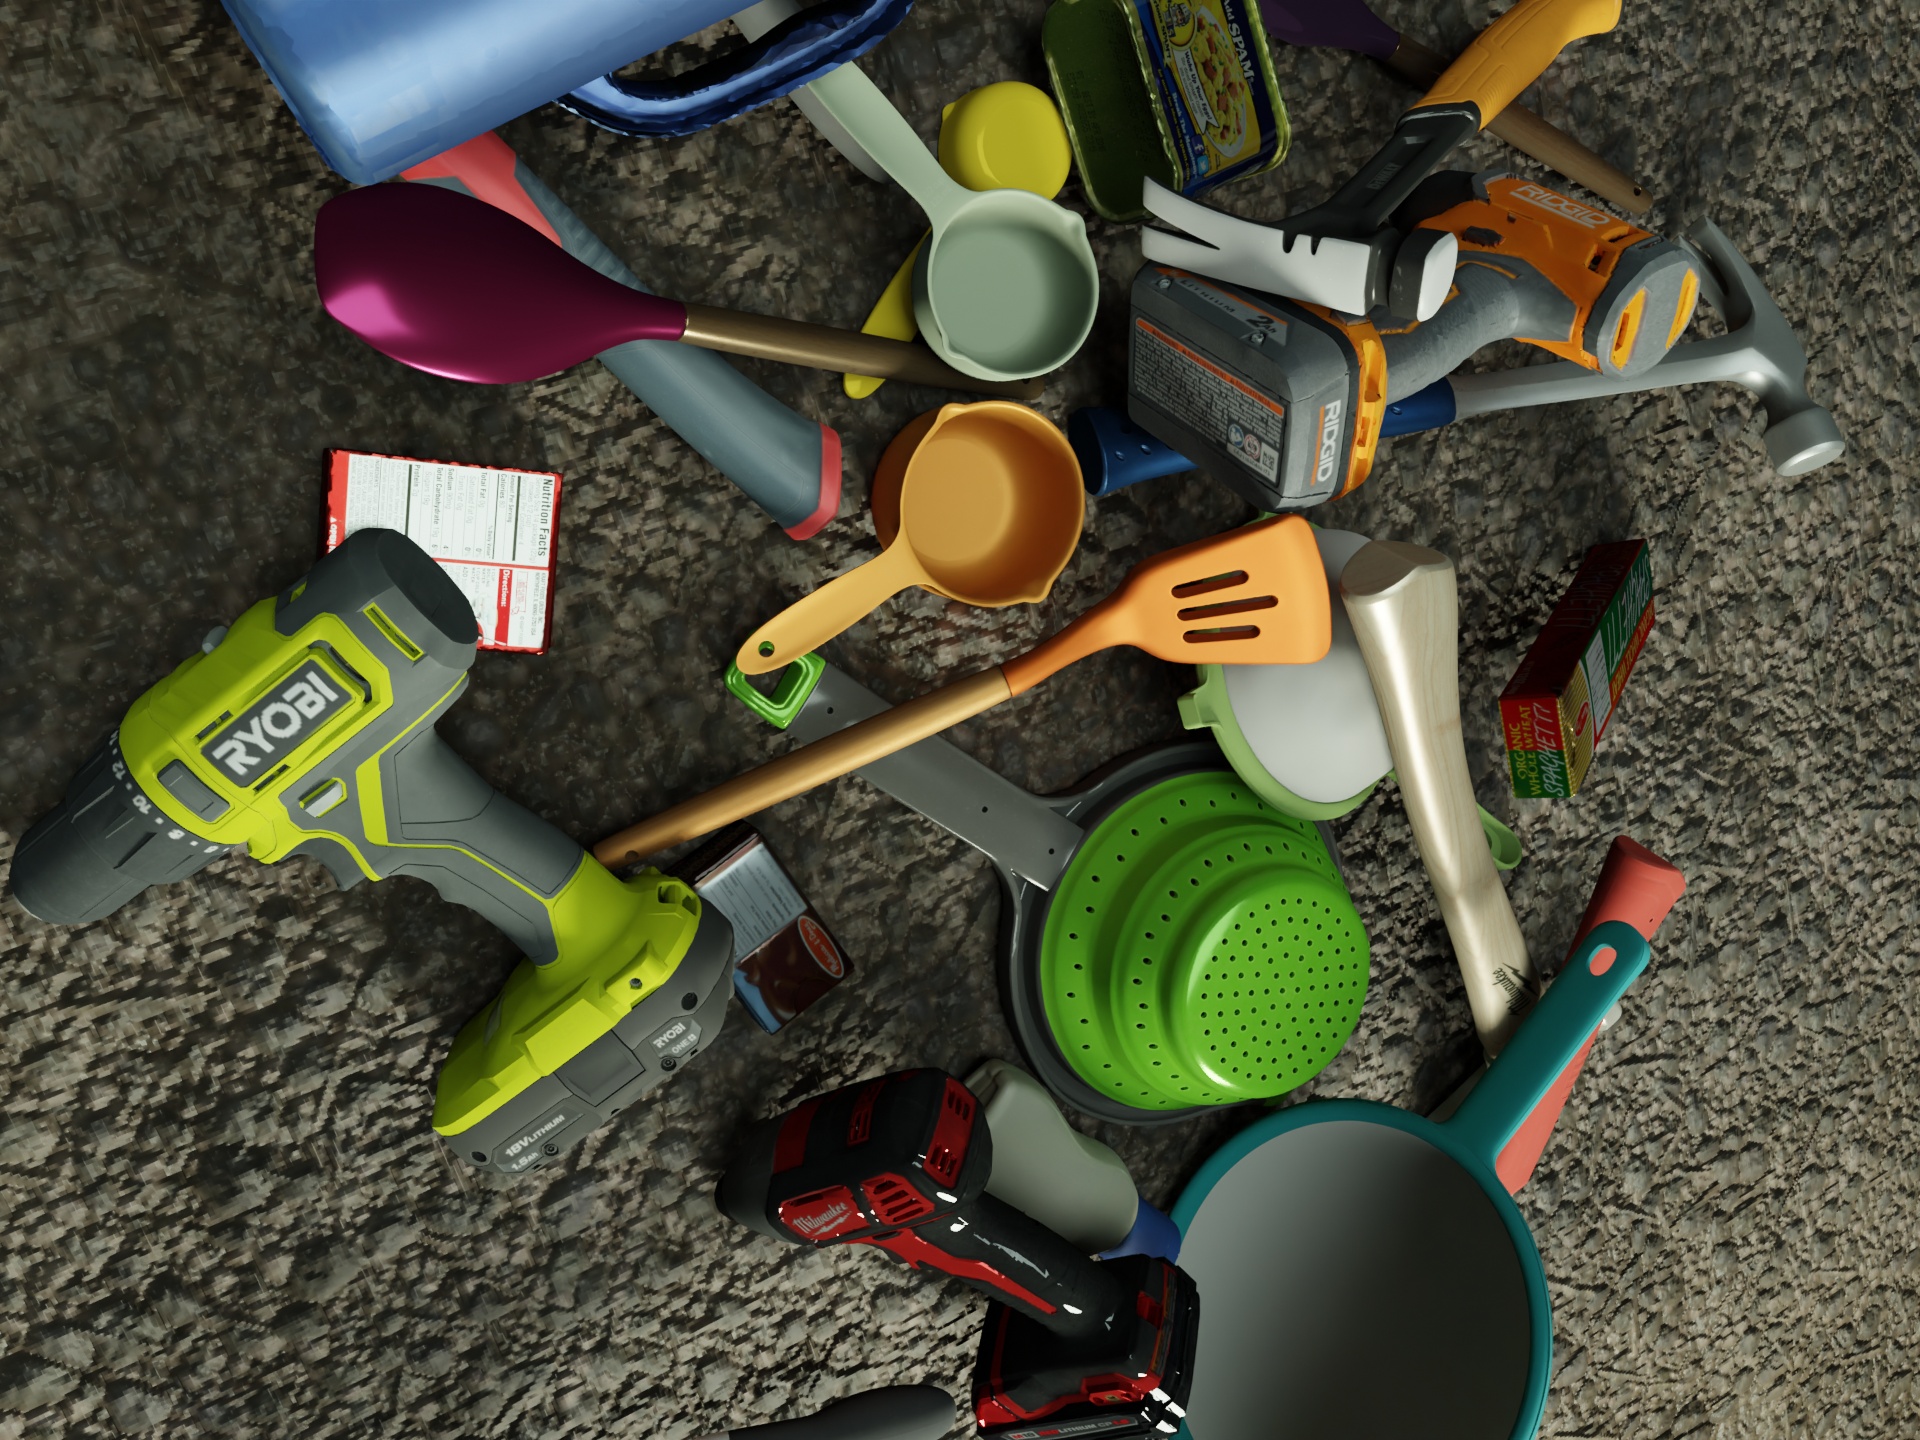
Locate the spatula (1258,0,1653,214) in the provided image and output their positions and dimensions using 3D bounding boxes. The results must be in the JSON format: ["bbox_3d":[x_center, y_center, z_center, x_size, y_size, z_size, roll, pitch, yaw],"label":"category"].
[{"bbox_3d":[0.229,-0.320,0.777,0.315,0.018,0.060,18,86,-26],"label":"spatula"}]

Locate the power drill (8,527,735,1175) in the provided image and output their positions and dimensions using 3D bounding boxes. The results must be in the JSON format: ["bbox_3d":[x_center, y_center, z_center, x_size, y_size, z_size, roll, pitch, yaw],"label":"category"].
[{"bbox_3d":[-0.215,0.065,0.603,0.190,0.080,0.228,-37,114,7],"label":"power drill"}]

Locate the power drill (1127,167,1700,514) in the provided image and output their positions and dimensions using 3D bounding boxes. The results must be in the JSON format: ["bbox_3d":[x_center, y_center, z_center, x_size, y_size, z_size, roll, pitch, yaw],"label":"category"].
[{"bbox_3d":[0.185,-0.184,0.703,0.226,0.164,0.084,-24,135,-22],"label":"power drill"}]

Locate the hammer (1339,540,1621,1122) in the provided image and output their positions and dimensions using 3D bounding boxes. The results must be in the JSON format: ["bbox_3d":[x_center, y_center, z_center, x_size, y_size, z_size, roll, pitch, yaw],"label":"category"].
[{"bbox_3d":[0.239,0.078,0.777,0.146,0.038,0.410,-40,132,-10],"label":"hammer"}]

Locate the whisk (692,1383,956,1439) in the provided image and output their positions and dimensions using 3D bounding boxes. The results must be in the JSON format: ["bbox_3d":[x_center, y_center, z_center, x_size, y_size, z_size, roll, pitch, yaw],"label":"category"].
[{"bbox_3d":[-0.139,0.328,0.689,0.284,0.070,0.070,-7,103,-14],"label":"whisk"}]

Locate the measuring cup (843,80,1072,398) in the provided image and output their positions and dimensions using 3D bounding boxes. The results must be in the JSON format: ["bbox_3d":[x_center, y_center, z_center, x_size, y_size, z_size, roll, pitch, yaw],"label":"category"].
[{"bbox_3d":[-0.003,-0.205,0.685,0.062,0.029,0.156,33,84,-26],"label":"measuring cup"}]

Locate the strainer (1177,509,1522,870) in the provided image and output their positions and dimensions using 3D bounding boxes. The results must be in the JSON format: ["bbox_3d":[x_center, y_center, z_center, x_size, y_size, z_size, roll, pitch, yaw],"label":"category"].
[{"bbox_3d":[0.221,-0.001,0.778,0.256,0.069,0.152,39,59,-26],"label":"strainer"}]

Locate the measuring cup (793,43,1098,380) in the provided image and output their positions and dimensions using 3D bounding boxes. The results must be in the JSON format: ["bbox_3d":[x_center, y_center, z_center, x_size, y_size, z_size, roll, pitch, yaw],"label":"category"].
[{"bbox_3d":[-0.014,-0.211,0.653,0.167,0.038,0.083,46,79,-16],"label":"measuring cup"}]

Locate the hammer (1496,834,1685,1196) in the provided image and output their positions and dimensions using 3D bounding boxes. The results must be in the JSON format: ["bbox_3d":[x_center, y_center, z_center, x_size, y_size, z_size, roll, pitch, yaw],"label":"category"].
[{"bbox_3d":[0.288,0.226,0.847,0.149,0.037,0.359,3,114,-30],"label":"hammer"}]

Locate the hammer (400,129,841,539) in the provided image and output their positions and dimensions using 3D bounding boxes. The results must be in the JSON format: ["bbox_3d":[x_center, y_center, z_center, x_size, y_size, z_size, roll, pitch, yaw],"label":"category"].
[{"bbox_3d":[-0.196,-0.195,0.595,0.386,0.038,0.143,44,82,-25],"label":"hammer"}]

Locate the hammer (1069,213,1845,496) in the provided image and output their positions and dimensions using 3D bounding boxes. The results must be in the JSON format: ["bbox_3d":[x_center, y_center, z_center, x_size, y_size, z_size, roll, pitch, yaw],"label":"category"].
[{"bbox_3d":[0.245,-0.165,0.784,0.405,0.035,0.144,-11,73,-17],"label":"hammer"}]

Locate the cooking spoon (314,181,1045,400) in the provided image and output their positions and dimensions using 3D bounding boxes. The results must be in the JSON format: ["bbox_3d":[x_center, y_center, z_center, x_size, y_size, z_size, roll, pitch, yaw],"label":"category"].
[{"bbox_3d":[-0.088,-0.152,0.621,0.318,0.017,0.069,0,83,-40],"label":"cooking spoon"}]

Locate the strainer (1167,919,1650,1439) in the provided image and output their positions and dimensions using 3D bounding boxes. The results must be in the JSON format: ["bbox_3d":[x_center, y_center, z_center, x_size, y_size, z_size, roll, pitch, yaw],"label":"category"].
[{"bbox_3d":[0.239,0.250,0.781,0.095,0.211,0.340,34,93,-42],"label":"strainer"}]

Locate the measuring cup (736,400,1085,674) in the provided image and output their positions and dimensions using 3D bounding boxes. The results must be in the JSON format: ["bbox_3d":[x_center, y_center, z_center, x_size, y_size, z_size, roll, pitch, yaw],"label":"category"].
[{"bbox_3d":[-0.029,-0.073,0.688,0.173,0.052,0.095,-34,112,-13],"label":"measuring cup"}]

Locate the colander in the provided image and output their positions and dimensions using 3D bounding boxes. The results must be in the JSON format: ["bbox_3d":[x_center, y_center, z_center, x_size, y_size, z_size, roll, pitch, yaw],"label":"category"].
[{"bbox_3d":[0.067,0.075,0.734,0.396,0.094,0.204,33,85,-26],"label":"colander"}]

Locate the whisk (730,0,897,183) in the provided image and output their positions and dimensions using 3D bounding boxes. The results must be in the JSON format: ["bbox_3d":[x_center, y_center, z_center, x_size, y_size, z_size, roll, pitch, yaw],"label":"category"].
[{"bbox_3d":[-0.099,-0.303,0.618,0.055,0.055,0.238,-50,120,-8],"label":"whisk"}]

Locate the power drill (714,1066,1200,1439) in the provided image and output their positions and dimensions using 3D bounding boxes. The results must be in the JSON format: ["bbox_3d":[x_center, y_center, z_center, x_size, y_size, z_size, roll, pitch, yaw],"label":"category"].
[{"bbox_3d":[-0.003,0.244,0.720,0.219,0.143,0.079,45,39,-24],"label":"power drill"}]

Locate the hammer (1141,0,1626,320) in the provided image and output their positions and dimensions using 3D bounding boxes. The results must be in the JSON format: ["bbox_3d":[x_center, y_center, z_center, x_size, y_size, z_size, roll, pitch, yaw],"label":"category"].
[{"bbox_3d":[0.213,-0.272,0.705,0.337,0.127,0.034,-46,146,-36],"label":"hammer"}]

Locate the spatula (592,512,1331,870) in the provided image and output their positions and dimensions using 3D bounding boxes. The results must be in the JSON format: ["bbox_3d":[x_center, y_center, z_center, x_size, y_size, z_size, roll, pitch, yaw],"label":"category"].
[{"bbox_3d":[-0.001,-0.002,0.664,0.322,0.041,0.080,-24,130,-3],"label":"spatula"}]
